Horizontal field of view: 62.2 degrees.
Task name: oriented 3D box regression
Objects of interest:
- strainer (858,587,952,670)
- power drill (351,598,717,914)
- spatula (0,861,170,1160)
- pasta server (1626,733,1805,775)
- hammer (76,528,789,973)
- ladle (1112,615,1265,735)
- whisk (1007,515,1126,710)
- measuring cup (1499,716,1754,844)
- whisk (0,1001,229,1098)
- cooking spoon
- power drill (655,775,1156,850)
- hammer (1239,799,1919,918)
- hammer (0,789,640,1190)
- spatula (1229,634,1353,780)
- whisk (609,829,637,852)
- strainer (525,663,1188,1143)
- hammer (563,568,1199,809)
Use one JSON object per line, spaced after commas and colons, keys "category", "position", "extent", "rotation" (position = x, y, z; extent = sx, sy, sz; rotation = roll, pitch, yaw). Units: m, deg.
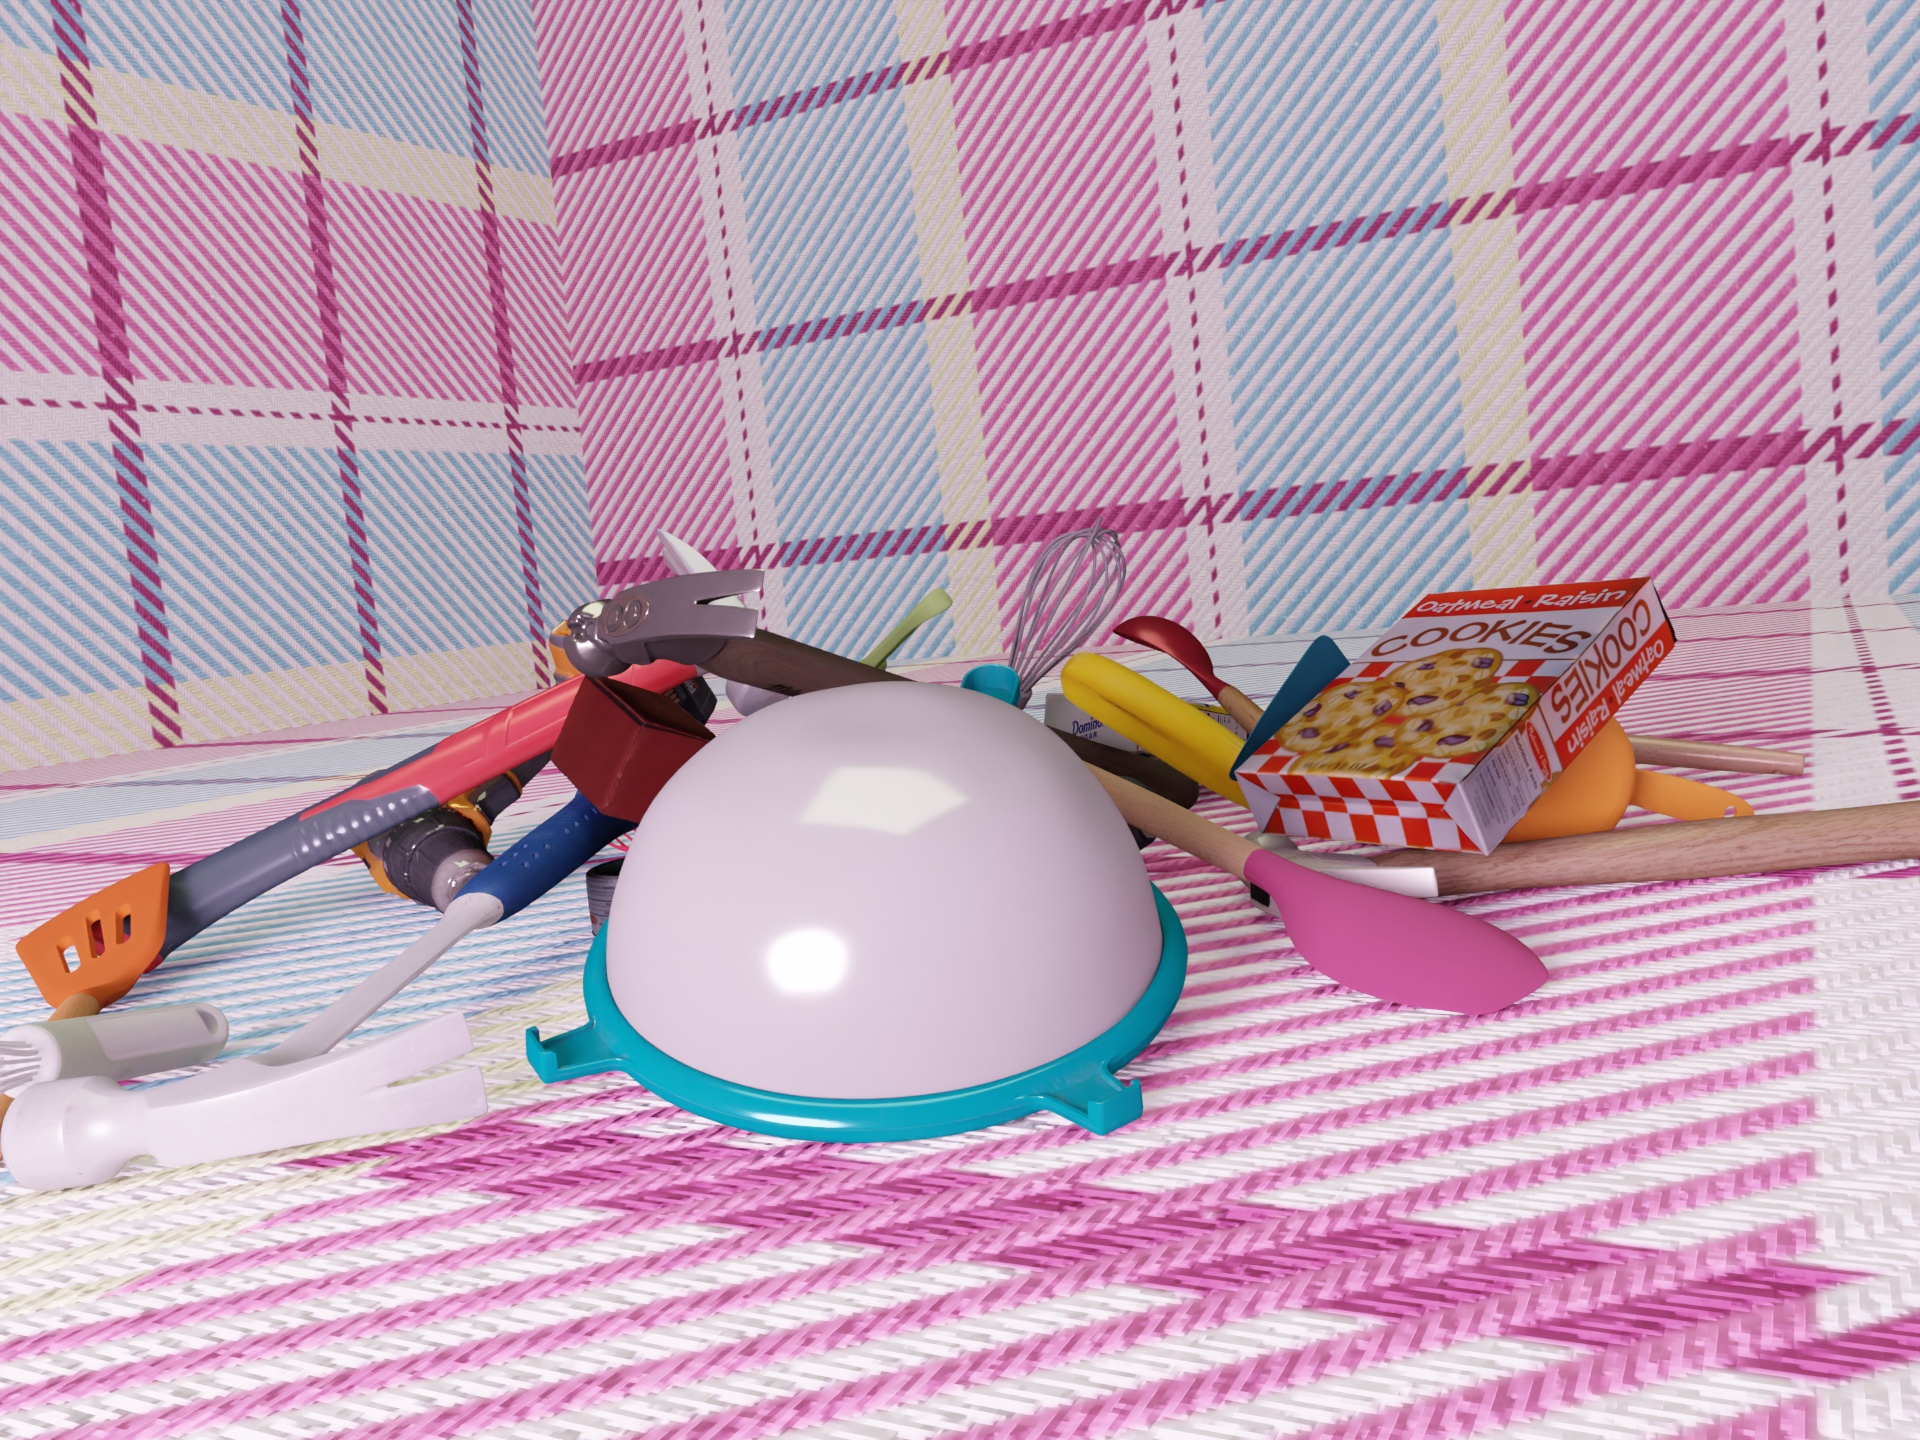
{"category": "strainer", "position": [-0.062, 0.002, 1.055], "extent": [0.151, 0.069, 0.256], "rotation": [-41, -1, -45]}
{"category": "power drill", "position": [-0.260, 0.027, 0.968], "extent": [0.226, 0.084, 0.185], "rotation": [-40, 30, -20]}
{"category": "spatula", "position": [-0.381, 0.121, 0.670], "extent": [0.081, 0.041, 0.323], "rotation": [-31, 15, -15]}
{"category": "pasta server", "position": [0.363, 0.005, 1.018], "extent": [0.316, 0.040, 0.060], "rotation": [6, -21, 30]}
{"category": "hammer", "position": [-0.294, 0.018, 0.885], "extent": [0.386, 0.038, 0.143], "rotation": [-28, 56, -18]}
{"category": "ladle", "position": [0.176, -0.004, 0.987], "extent": [0.069, 0.031, 0.316], "rotation": [18, 18, -26]}
{"category": "whisk", "position": [0.033, -0.022, 0.970], "extent": [0.055, 0.239, 0.055], "rotation": [22, 29, -13]}
{"category": "measuring cup", "position": [0.321, 0.035, 0.776], "extent": [0.173, 0.095, 0.052], "rotation": [14, 14, -7]}
{"category": "whisk", "position": [-0.313, 0.113, 0.523], "extent": [0.059, 0.058, 0.246], "rotation": [-35, -7, 0]}
{"category": "cooking spoon", "position": [0.108, 0.053, 0.675], "extent": [0.068, 0.017, 0.319], "rotation": [-20, 25, -27]}
{"category": "power drill", "position": [-0.024, 0.058, 0.802], "extent": [0.190, 0.080, 0.228], "rotation": [-2, 4, 33]}
{"category": "hammer", "position": [0.294, 0.059, 0.699], "extent": [0.331, 0.031, 0.130], "rotation": [-5, 5, 1]}
{"category": "hammer", "position": [-0.204, 0.084, 0.674], "extent": [0.144, 0.035, 0.405], "rotation": [-9, 10, 7]}
{"category": "spatula", "position": [0.208, -0.002, 0.898], "extent": [0.044, 0.082, 0.317], "rotation": [33, 11, 12]}
{"category": "whisk", "position": [-0.104, 0.054, 0.989], "extent": [0.296, 0.073, 0.073], "rotation": [0, 7, 20]}
{"category": "strainer", "position": [-0.015, 0.017, 0.604], "extent": [0.211, 0.095, 0.340], "rotation": [3, 25, 11]}
{"category": "hammer", "position": [-0.001, -0.003, 0.871], "extent": [0.410, 0.038, 0.146], "rotation": [18, -16, -40]}
